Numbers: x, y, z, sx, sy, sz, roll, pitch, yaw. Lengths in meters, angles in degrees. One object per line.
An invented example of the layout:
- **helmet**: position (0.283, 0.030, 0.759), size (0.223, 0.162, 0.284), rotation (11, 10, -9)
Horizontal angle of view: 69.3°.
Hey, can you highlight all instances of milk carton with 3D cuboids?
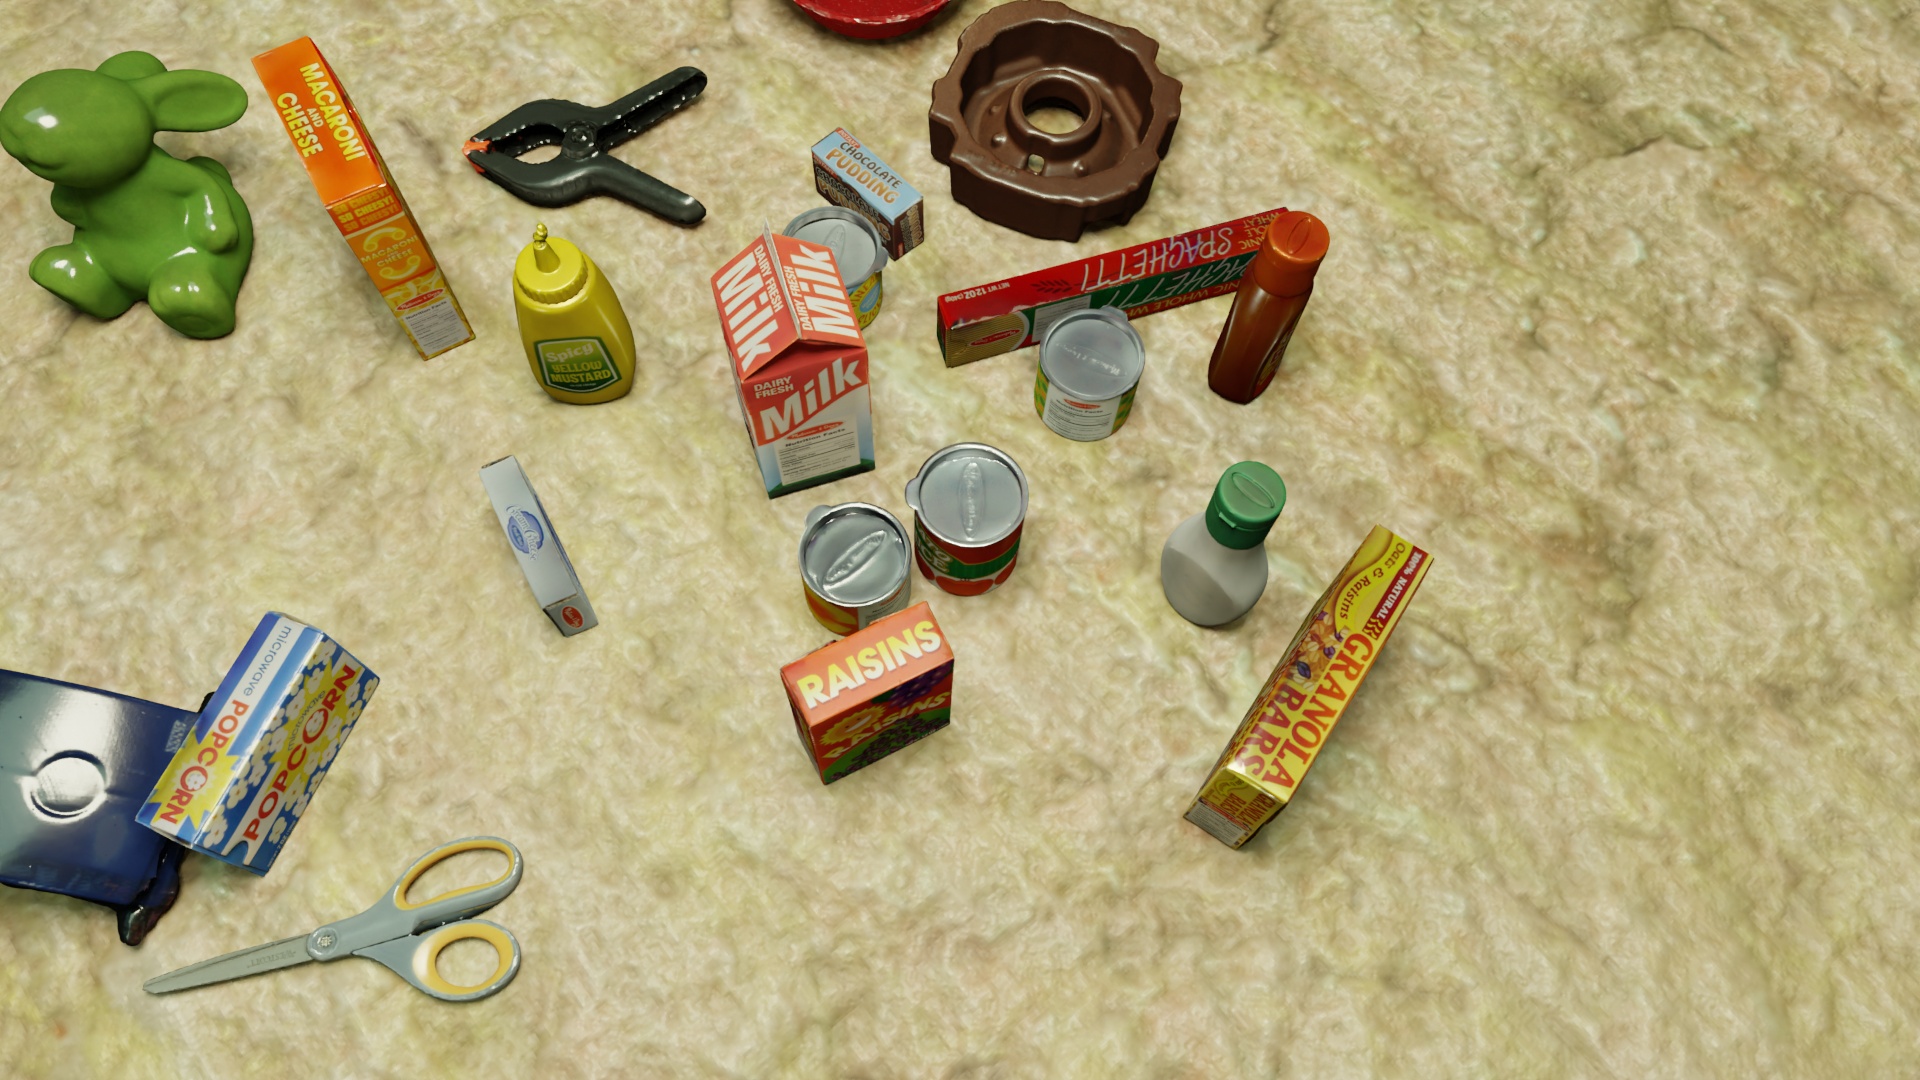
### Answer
- **milk carton**: position (-0.096, -0.103, 0.808), size (0.073, 0.189, 0.072), rotation (-17, 68, -9)

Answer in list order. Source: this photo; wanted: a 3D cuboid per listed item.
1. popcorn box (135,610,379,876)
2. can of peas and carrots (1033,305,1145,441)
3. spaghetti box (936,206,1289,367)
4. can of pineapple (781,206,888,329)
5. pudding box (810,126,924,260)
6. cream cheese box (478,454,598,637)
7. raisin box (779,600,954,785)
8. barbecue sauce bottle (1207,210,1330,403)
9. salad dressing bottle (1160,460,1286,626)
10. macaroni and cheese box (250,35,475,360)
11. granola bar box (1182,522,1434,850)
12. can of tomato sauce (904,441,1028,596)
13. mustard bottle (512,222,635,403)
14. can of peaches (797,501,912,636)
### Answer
- **popcorn box**: position (-0.380, 0.112, 0.762), size (0.038, 0.085, 0.127), rotation (20, 67, 7)
- **can of peas and carrots**: position (0.082, -0.107, 0.887), size (0.071, 0.058, 0.071), rotation (1, 67, -2)
- **spaghetti box**: position (0.105, -0.168, 0.919), size (0.250, 0.050, 0.029), rotation (-16, 68, -9)
- **can of pineapple**: position (-0.083, -0.175, 0.912), size (0.071, 0.057, 0.071), rotation (1, 67, -2)
- **pudding box**: position (-0.062, -0.236, 0.944), size (0.030, 0.049, 0.084), rotation (-41, 74, -17)
- **cream cheese box**: position (-0.252, 0.004, 0.831), size (0.024, 0.053, 0.104), rotation (-26, 70, -12)
- **raisin box**: position (-0.049, 0.086, 0.764), size (0.086, 0.123, 0.040), rotation (-24, 70, -12)
- **barbecue sauce bottle**: position (0.190, -0.145, 0.859), size (0.044, 0.148, 0.065), rotation (27, 69, 10)
- **salad dressing bottle**: position (0.151, 0.003, 0.793), size (0.064, 0.147, 0.044), rotation (42, 72, 15)
- **macaroni and cheese box**: position (-0.364, -0.206, 0.858), size (0.040, 0.165, 0.124), rotation (-28, 70, -13)
- **granola bar box**: position (0.192, 0.084, 0.772), size (0.039, 0.123, 0.166), rotation (33, 70, 12)
- **can of tomato sauce**: position (0.003, -0.010, 0.829), size (0.071, 0.082, 0.071), rotation (1, 67, -1)
- **mustard bottle**: position (-0.237, -0.138, 0.835), size (0.065, 0.159, 0.049), rotation (-7, 67, -5)
- **can of peaches**: position (-0.063, 0.017, 0.829), size (0.071, 0.057, 0.071), rotation (1, 67, -2)
